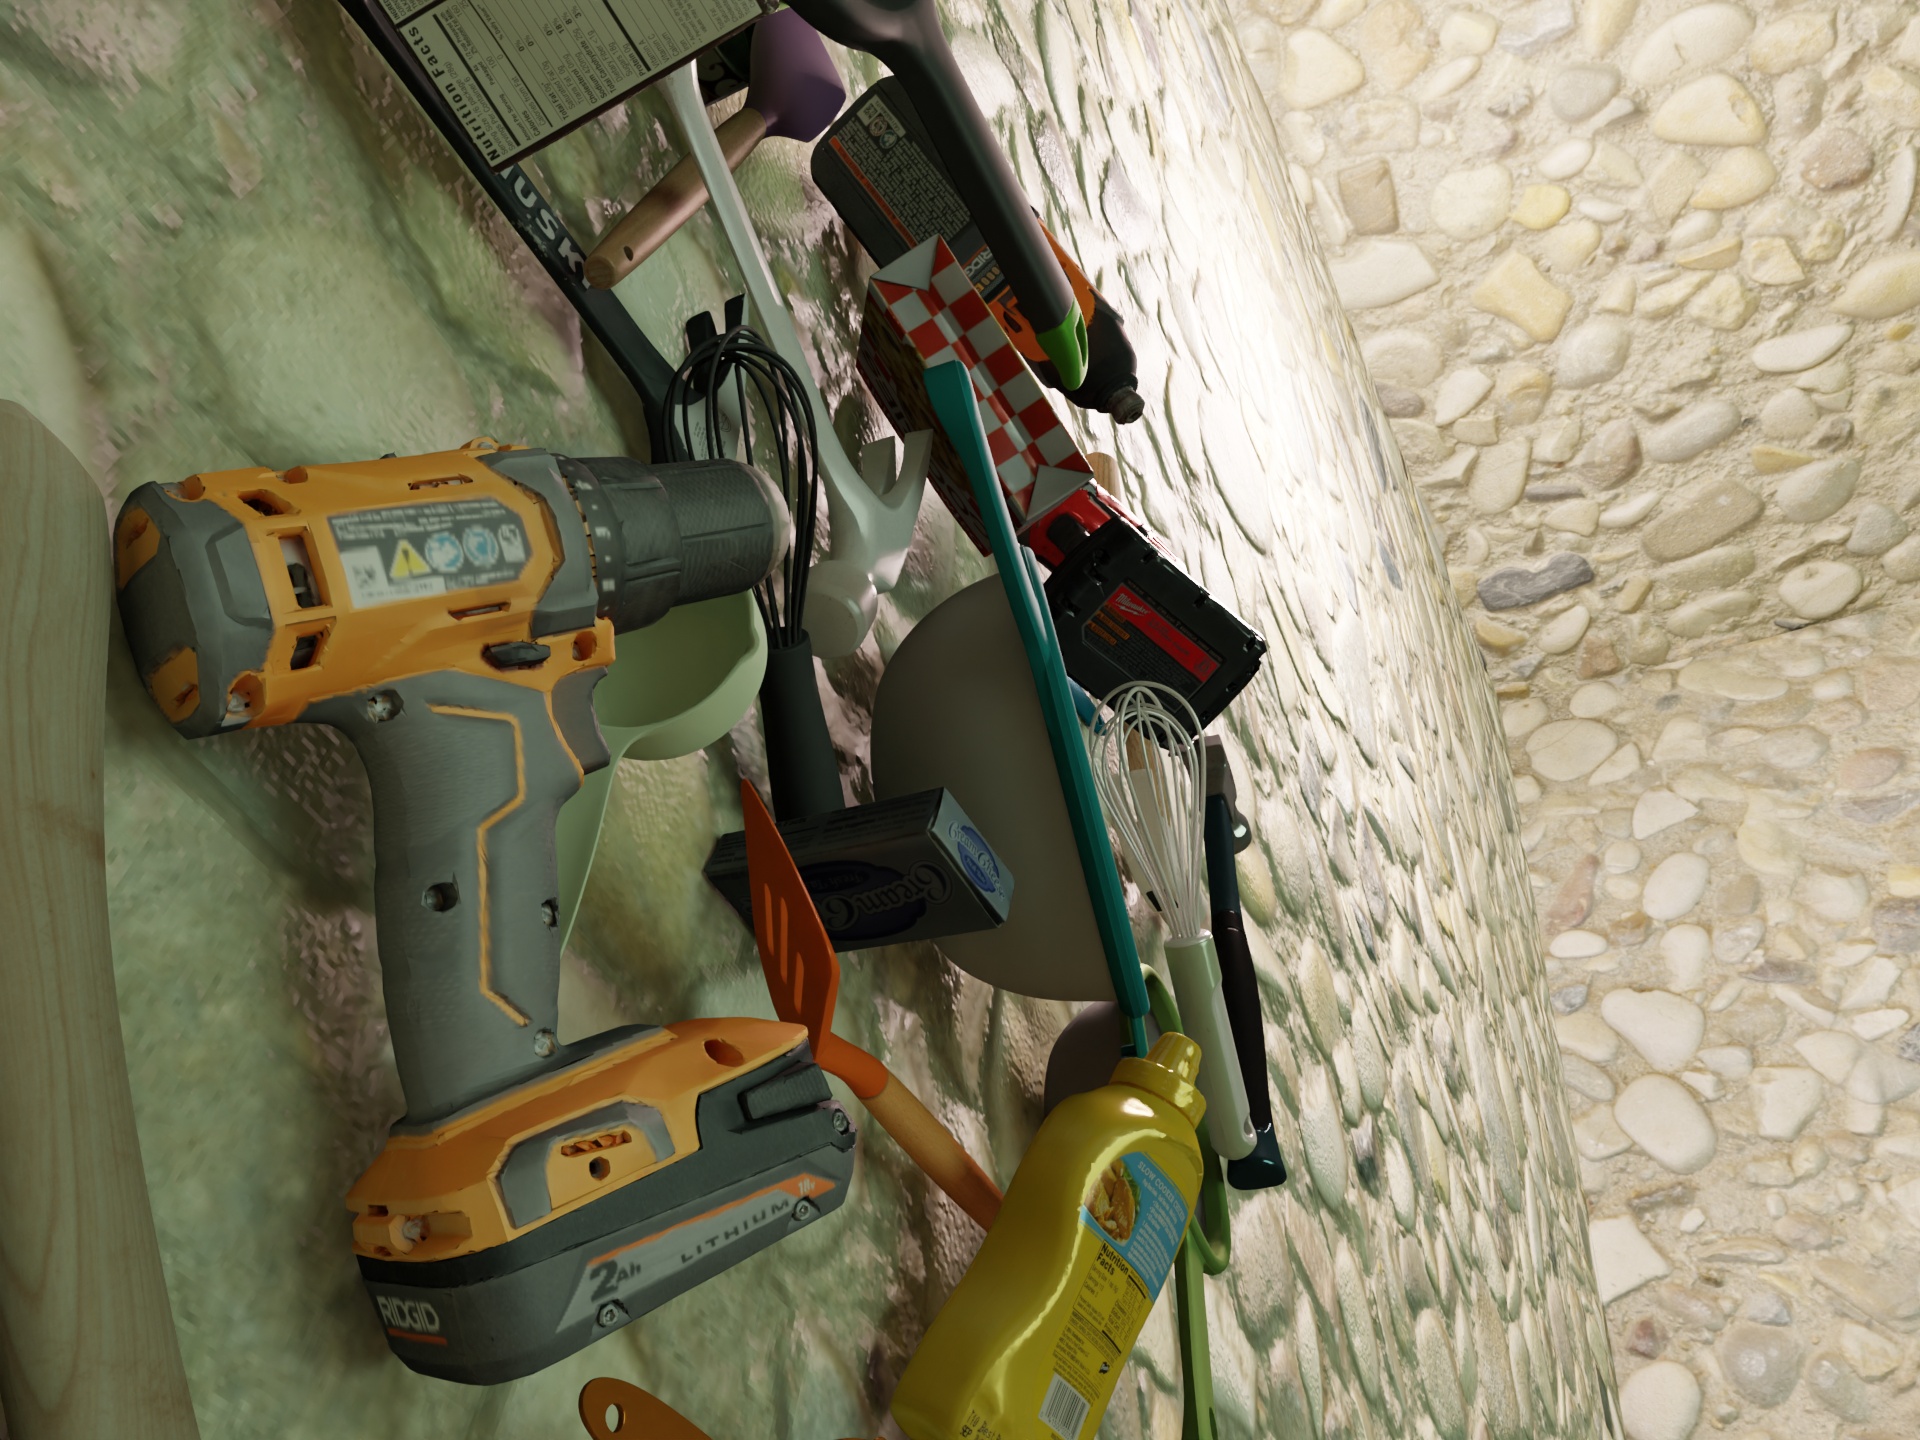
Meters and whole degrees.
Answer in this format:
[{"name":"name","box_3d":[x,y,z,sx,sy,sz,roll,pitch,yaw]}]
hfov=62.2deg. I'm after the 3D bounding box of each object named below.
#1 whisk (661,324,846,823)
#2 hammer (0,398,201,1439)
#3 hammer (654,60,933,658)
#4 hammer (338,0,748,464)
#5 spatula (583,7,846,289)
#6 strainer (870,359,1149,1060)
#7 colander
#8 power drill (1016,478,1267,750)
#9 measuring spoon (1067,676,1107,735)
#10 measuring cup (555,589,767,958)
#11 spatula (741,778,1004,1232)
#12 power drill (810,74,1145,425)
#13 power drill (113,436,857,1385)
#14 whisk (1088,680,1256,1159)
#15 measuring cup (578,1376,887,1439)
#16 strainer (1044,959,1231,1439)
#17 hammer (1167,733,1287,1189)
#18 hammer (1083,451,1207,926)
[{"name":"whisk","box_3d":[-0.067,-0.027,0.585,0.055,0.055,0.238,-65,152,-57]},{"name":"hammer","box_3d":[-0.178,0.132,0.313,0.146,0.038,0.411,0,75,-64]},{"name":"hammer","box_3d":[-0.099,-0.227,0.576,0.144,0.035,0.405,-69,144,-53]},{"name":"hammer","box_3d":[-0.191,-0.239,0.526,0.408,0.036,0.149,55,29,-35]},{"name":"spatula","box_3d":[-0.097,-0.247,0.673,0.059,0.018,0.316,59,27,-28]},{"name":"strainer","box_3d":[-0.001,-0.002,0.651,0.340,0.095,0.211,69,7,-50]},{"name":"colander","box_3d":[-0.064,-0.300,0.683,0.396,0.094,0.205,57,31,-31]},{"name":"power drill","box_3d":[0.080,-0.083,0.892,0.143,0.078,0.220,37,15,-19]},{"name":"measuring spoon","box_3d":[0.069,-0.030,0.971,0.128,0.021,0.042,49,33,-44]},{"name":"measuring cup","box_3d":[-0.112,0.018,0.513,0.038,0.083,0.168,72,30,-65]},{"name":"spatula","box_3d":[-0.017,0.141,0.599,0.081,0.041,0.322,57,-2,41]},{"name":"power drill","box_3d":[0.026,-0.251,0.899,0.164,0.084,0.226,55,17,19]},{"name":"power drill","box_3d":[-0.101,0.033,0.432,0.185,0.084,0.226,-17,89,-42]},{"name":"whisk","box_3d":[0.112,0.100,0.790,0.058,0.059,0.246,-24,101,-65]},{"name":"measuring cup","box_3d":[-0.072,0.236,0.457,0.173,0.052,0.095,55,30,-32]},{"name":"strainer","box_3d":[0.079,0.233,0.741,0.257,0.069,0.151,-87,156,-52]},{"name":"hammer","box_3d":[0.160,0.133,0.941,0.331,0.033,0.128,-86,158,-50]},{"name":"hammer","box_3d":[0.110,-0.036,1.041,0.129,0.031,0.332,50,30,-58]}]
